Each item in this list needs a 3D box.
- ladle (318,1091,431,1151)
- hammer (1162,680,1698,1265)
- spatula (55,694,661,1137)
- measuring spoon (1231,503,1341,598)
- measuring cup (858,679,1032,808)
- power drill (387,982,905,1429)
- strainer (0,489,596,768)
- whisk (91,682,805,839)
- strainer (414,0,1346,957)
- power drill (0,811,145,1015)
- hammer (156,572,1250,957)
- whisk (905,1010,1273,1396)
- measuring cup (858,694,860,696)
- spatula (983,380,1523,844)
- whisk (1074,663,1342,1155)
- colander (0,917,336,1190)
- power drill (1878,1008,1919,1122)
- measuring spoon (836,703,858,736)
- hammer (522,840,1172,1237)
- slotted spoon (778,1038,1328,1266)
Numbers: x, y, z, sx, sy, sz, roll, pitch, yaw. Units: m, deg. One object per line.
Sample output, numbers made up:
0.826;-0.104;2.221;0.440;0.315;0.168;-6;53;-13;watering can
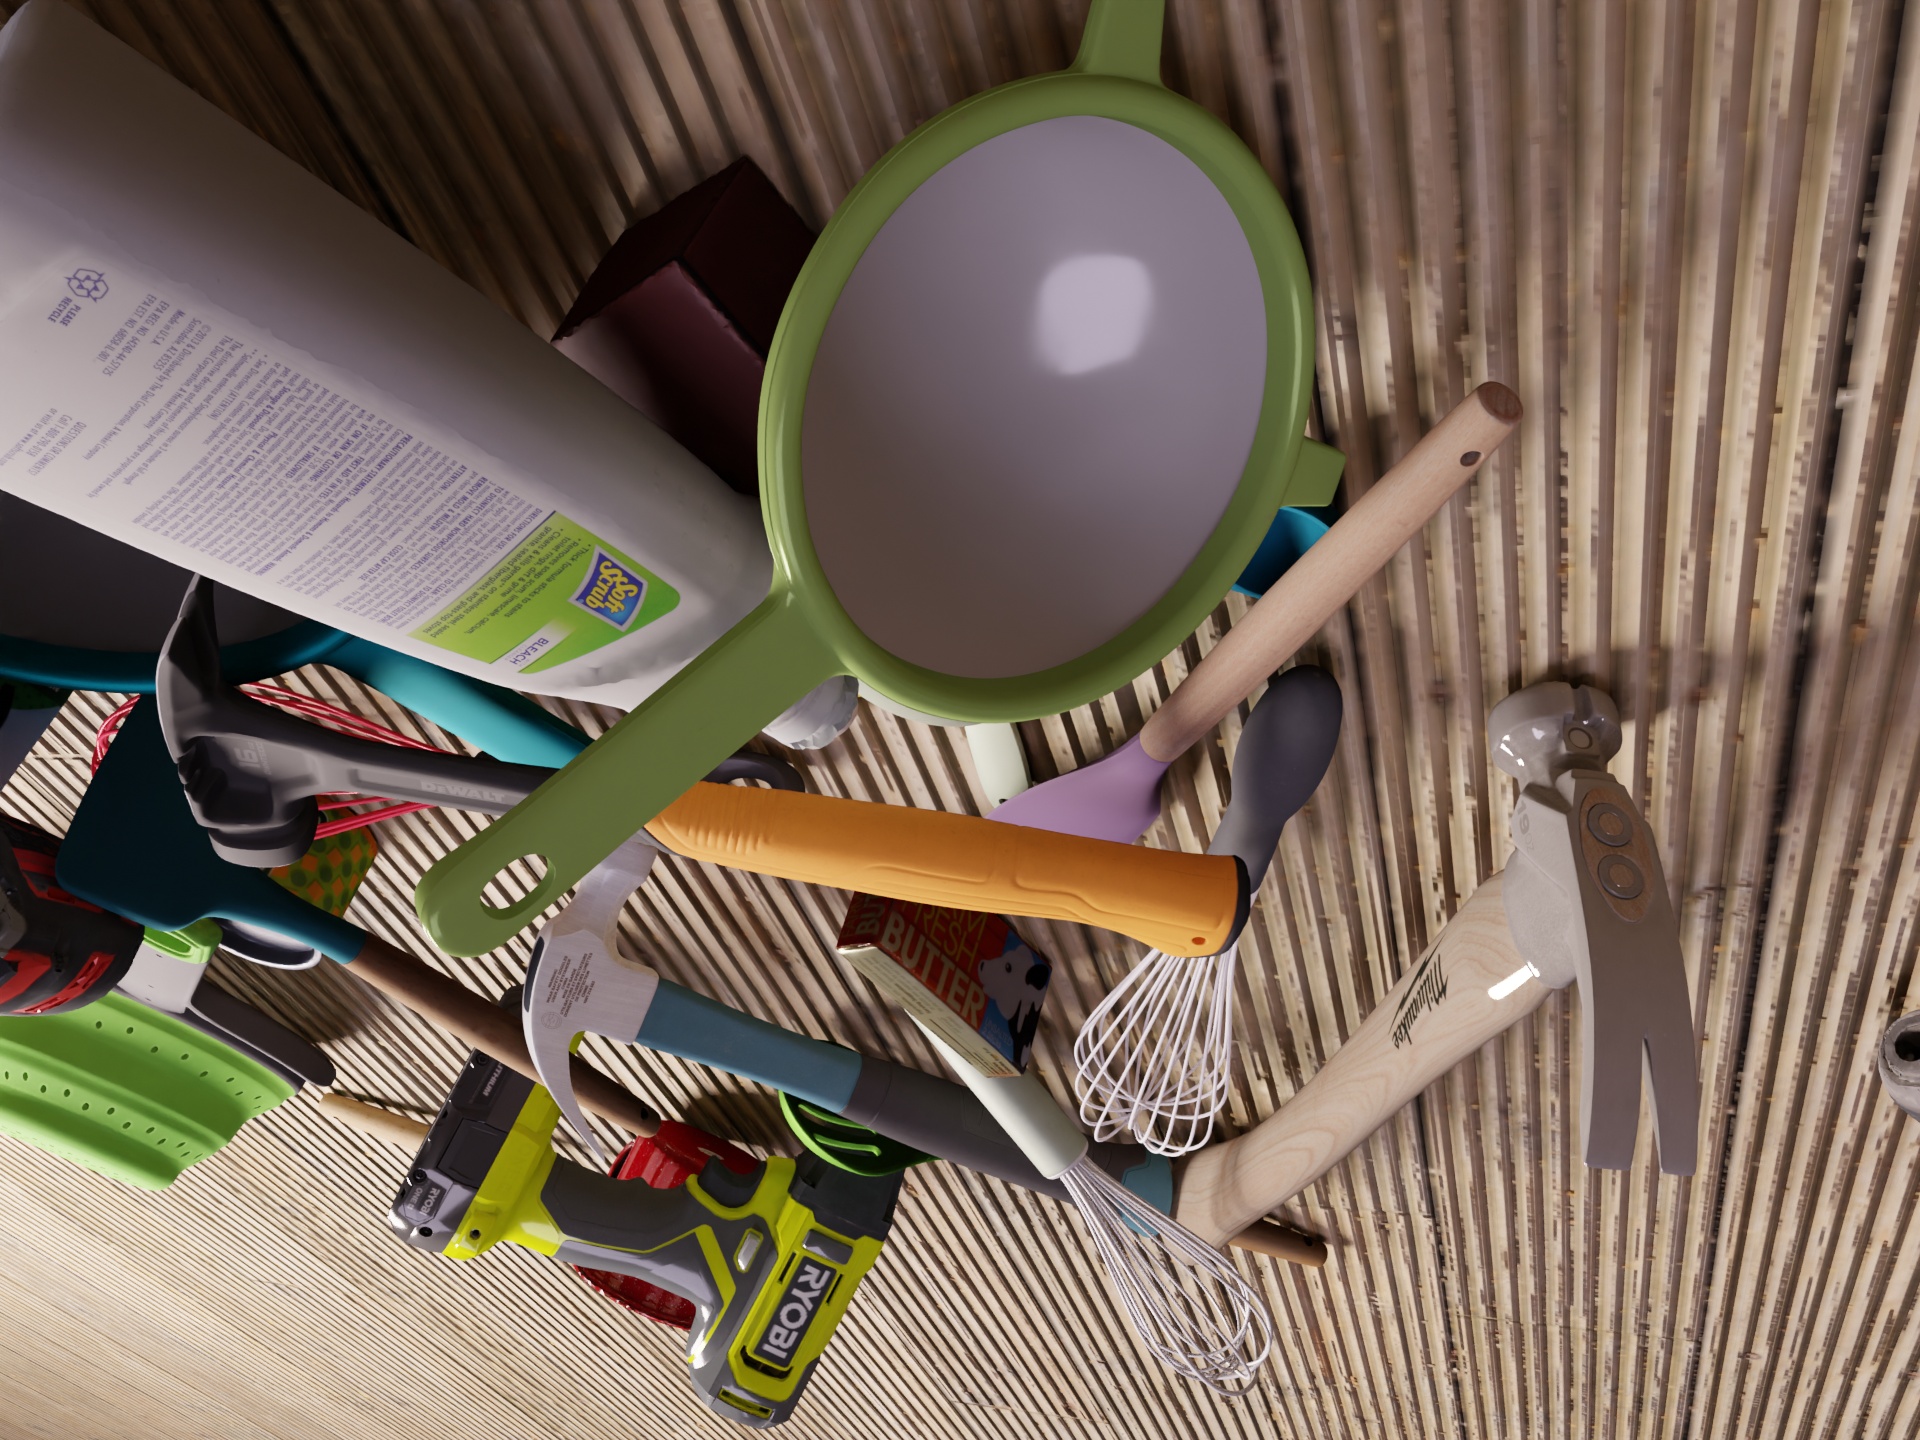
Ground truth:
-0.238;0.270;0.959;0.320;0.062;0.078;16;150;10;ladle
0.148;0.155;0.612;0.038;0.146;0.410;7;147;-7;hammer
-0.215;0.102;0.630;0.044;0.082;0.317;-11;141;30;spatula
0.058;-0.050;0.480;0.129;0.021;0.042;-7;139;39;measuring spoon
-0.001;-0.002;0.532;0.083;0.038;0.167;9;145;21;measuring cup
-0.145;0.225;0.784;0.223;0.171;0.080;29;177;-11;power drill
-0.213;-0.077;0.483;0.211;0.095;0.340;-25;139;26;strainer
-0.205;0.022;0.621;0.296;0.073;0.073;2;140;8;whisk
-0.031;-0.046;0.381;0.069;0.256;0.151;41;169;50;strainer
-0.365;-0.008;0.494;0.227;0.080;0.187;51;172;13;power drill
-0.070;0.029;0.498;0.337;0.034;0.127;10;145;-8;hammer
0.052;0.198;0.700;0.058;0.059;0.246;-38;94;31;whisk
-0.063;-0.053;0.495;0.029;0.062;0.156;-20;141;23;measuring cup
0.071;-0.005;0.498;0.059;0.018;0.315;11;151;-17;spatula
0.091;0.080;0.596;0.070;0.070;0.284;14;137;3;whisk
-0.410;0.162;0.771;0.204;0.095;0.397;31;151;-17;colander
0.442;0.127;0.513;0.185;0.084;0.226;33;143;-18;power drill
-0.098;-0.013;0.573;0.124;0.018;0.034;12;142;5;measuring spoon
-0.038;0.165;0.713;0.330;0.128;0.033;26;173;-22;hammer
0.050;0.227;0.792;0.313;0.070;0.031;21;124;-16;slotted spoon
